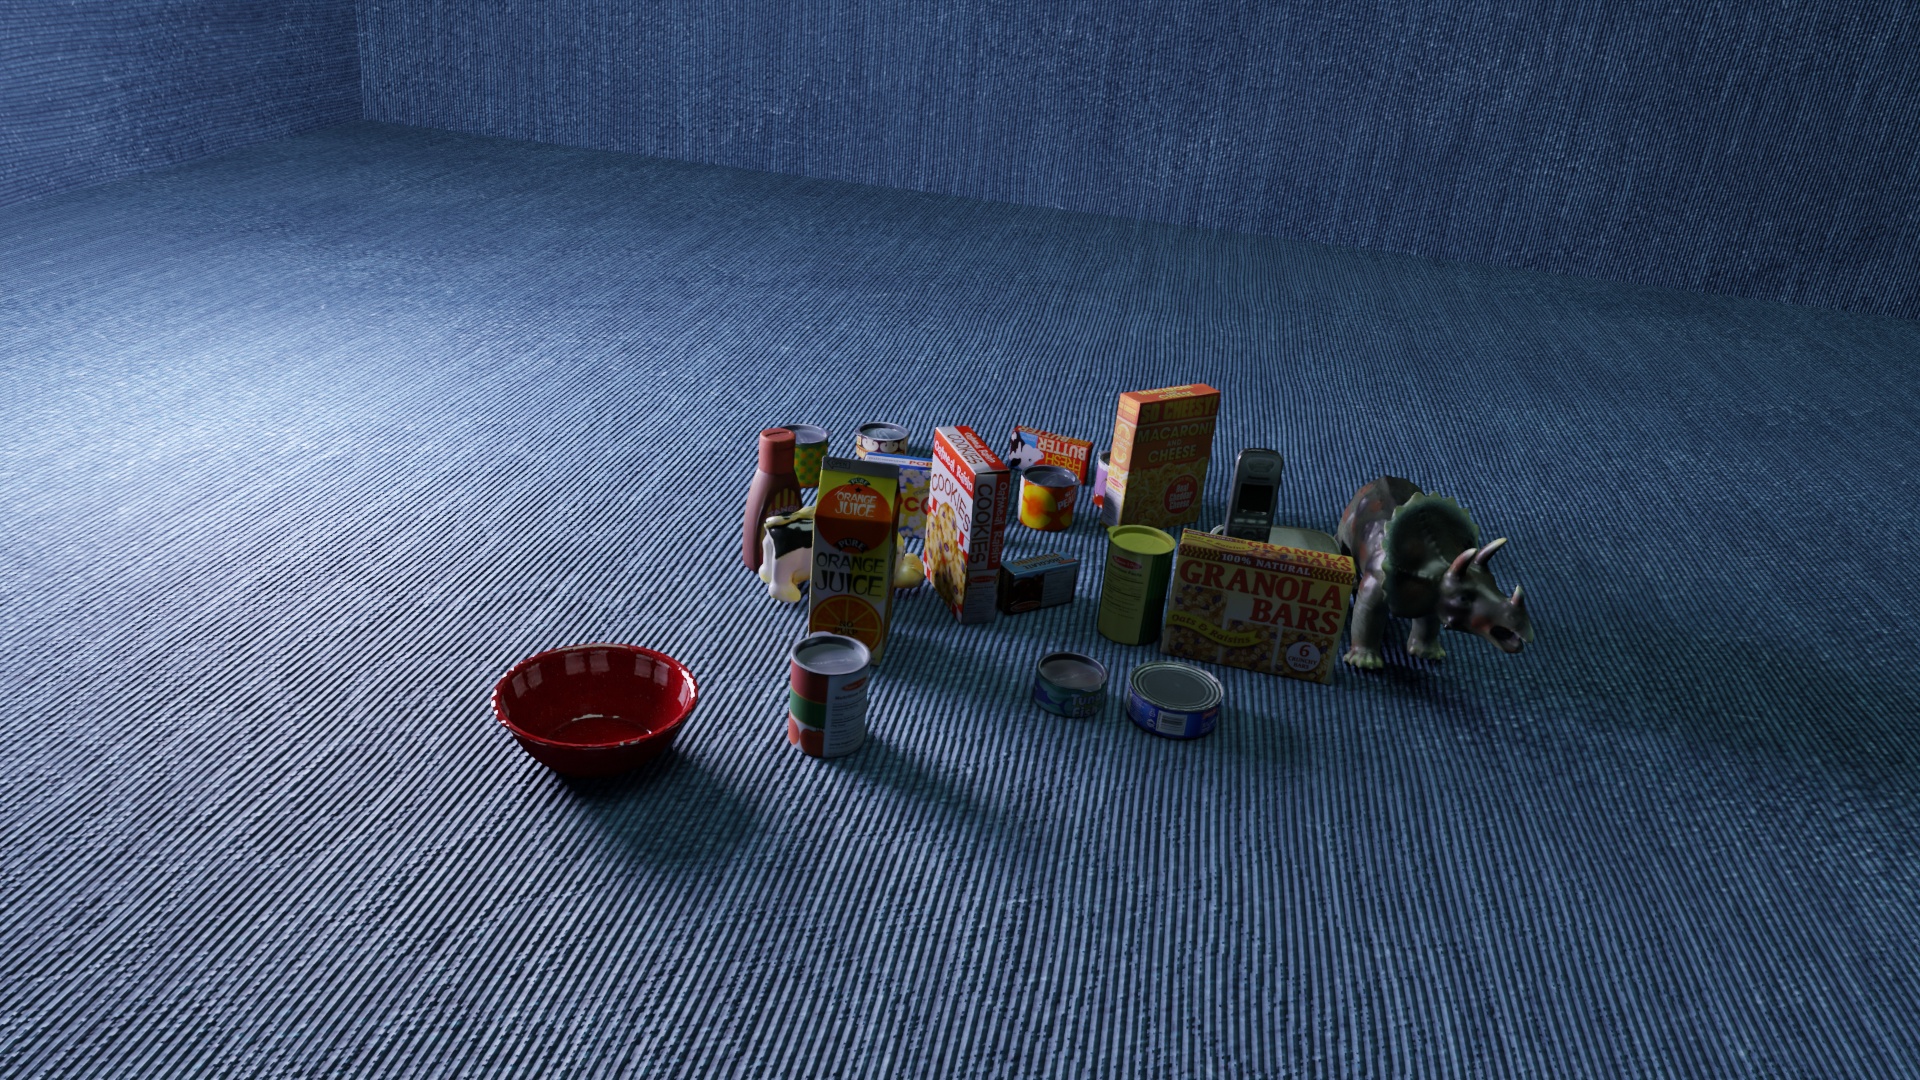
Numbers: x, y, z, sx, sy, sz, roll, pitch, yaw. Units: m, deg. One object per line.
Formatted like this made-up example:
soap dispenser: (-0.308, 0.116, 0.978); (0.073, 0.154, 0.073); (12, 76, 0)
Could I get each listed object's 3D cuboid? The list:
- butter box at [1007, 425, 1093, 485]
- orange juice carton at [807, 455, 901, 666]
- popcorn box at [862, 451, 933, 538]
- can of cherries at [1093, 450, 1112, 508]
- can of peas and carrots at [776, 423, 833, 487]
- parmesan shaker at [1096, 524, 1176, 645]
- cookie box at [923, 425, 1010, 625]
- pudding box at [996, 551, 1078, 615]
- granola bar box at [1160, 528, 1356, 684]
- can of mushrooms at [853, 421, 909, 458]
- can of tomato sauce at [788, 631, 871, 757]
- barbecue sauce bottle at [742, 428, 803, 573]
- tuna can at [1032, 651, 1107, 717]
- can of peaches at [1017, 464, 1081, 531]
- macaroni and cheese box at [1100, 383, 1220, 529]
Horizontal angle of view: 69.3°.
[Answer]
butter box: (0.114, -0.108, 1.752); (0.103, 0.053, 0.024); (15, 26, 18)
orange juice carton: (-0.098, 0.013, 1.290); (0.072, 0.191, 0.073); (7, 25, 2)
popcorn box: (-0.049, -0.048, 1.555); (0.127, 0.084, 0.038); (6, 25, 1)
can of cherries: (0.195, -0.072, 1.688); (0.071, 0.058, 0.072); (5, 25, -2)
can of peas and carrots: (-0.190, -0.103, 1.669); (0.071, 0.058, 0.071); (5, 25, -2)
parmesan shaker: (0.172, 0.044, 1.389); (0.071, 0.102, 0.071); (5, 25, -2)
cookie box: (0.005, -0.018, 1.406); (0.040, 0.166, 0.123); (-4, 27, -20)
pudding box: (0.078, 0.043, 1.432); (0.084, 0.049, 0.030); (-10, 29, -30)
granola bar box: (0.287, 0.064, 1.347); (0.165, 0.123, 0.039); (10, 25, 9)
can of mushrooms: (-0.101, -0.125, 1.765); (0.071, 0.033, 0.071); (5, 25, -2)
can of tomato sauce: (-0.112, 0.130, 1.169); (0.071, 0.082, 0.071); (5, 25, -2)
barbecue sauce bottle: (-0.192, -0.042, 1.436); (0.065, 0.147, 0.044); (-14, 31, -36)
tuna can: (0.101, 0.132, 1.268); (0.071, 0.032, 0.071); (5, 25, -2)
can of peaches: (0.103, -0.049, 1.621); (0.071, 0.057, 0.071); (5, 25, -2)
macaroni and cheese box: (0.232, -0.096, 1.621); (0.124, 0.165, 0.040); (-10, 29, -30)
